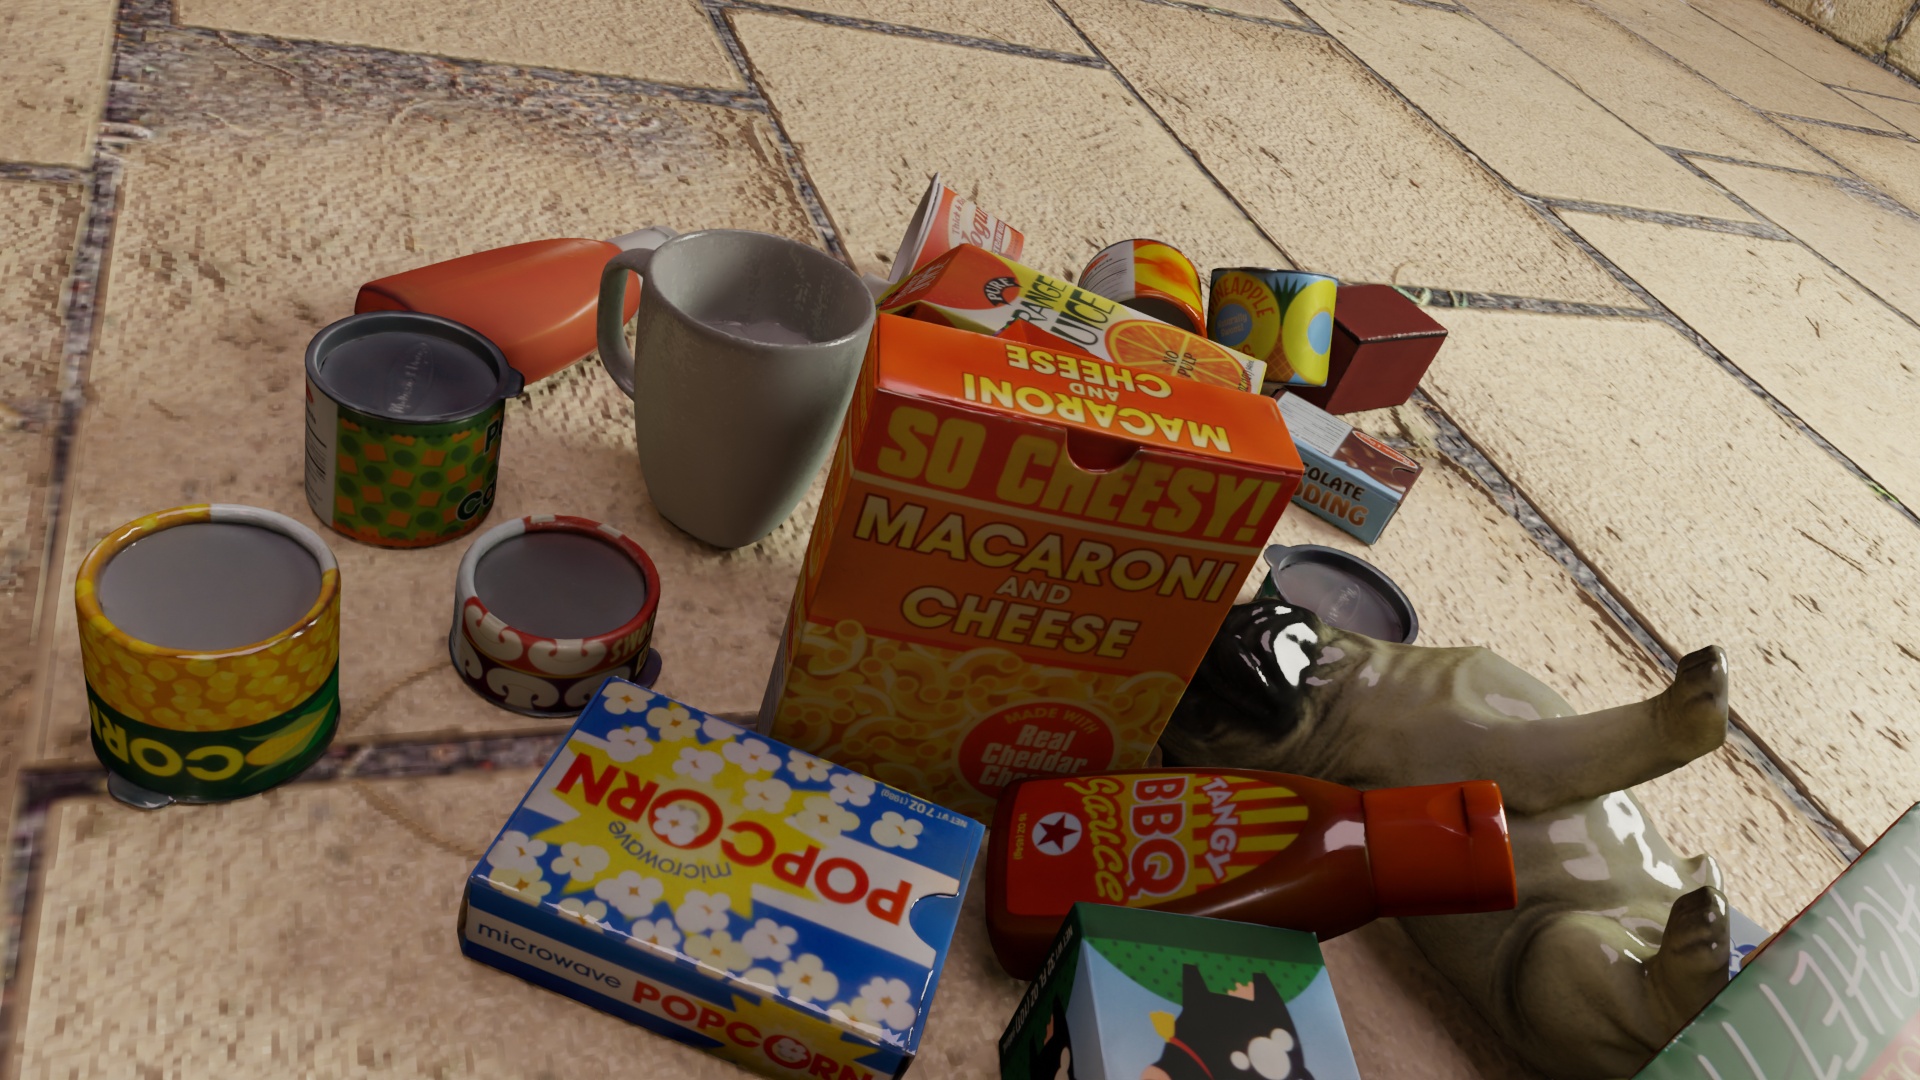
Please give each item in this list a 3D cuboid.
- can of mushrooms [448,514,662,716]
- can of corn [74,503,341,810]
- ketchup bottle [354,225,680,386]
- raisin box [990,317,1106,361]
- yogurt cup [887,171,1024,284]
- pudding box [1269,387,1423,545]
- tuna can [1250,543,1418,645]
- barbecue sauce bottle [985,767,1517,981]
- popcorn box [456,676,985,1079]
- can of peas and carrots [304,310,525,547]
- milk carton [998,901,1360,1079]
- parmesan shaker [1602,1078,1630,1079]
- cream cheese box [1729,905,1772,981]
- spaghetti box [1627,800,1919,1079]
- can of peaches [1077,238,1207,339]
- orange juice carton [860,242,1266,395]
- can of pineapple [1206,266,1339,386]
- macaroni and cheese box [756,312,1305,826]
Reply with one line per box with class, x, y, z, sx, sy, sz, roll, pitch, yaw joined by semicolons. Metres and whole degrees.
can of mushrooms;-0.133;0.024;0.466;0.071;0.033;0.071;13;37;-10
can of corn;-0.214;0.033;0.397;0.071;0.058;0.071;13;37;-10
ketchup bottle;-0.177;-0.102;0.594;0.065;0.043;0.149;35;39;17
raisin box;0.002;-0.006;0.492;0.040;0.122;0.086;29;38;13
yogurt cup;-0.003;-0.142;0.710;0.054;0.072;0.073;22;36;-12
pudding box;0.182;-0.038;0.693;0.084;0.030;0.050;31;37;14
tuna can;0.154;0.034;0.588;0.071;0.032;0.071;13;38;-10
barbecue sauce bottle;0.084;0.096;0.413;0.148;0.043;0.065;-8;39;16
popcorn box;-0.065;0.099;0.401;0.127;0.038;0.085;21;36;2
can of peas and carrots;-0.195;-0.040;0.496;0.071;0.058;0.071;13;38;-11
milk carton;0.061;0.187;0.322;0.073;0.072;0.191;11;38;-13
parmesan shaker;0.176;0.200;0.360;0.071;0.071;0.103;33;39;16
cream cheese box;0.292;0.173;0.487;0.104;0.024;0.053;38;40;22
spaghetti box;0.187;0.137;0.325;0.251;0.028;0.050;-23;53;-31
can of peaches;0.095;-0.112;0.715;0.071;0.070;0.058;16;37;-6
orange juice carton;0.033;-0.073;0.632;0.193;0.072;0.072;23;37;4
can of pineapple;0.161;-0.112;0.731;0.071;0.057;0.071;5;6;0
macaroni and cheese box;0.013;0.021;0.428;0.124;0.165;0.040;10;39;-13
